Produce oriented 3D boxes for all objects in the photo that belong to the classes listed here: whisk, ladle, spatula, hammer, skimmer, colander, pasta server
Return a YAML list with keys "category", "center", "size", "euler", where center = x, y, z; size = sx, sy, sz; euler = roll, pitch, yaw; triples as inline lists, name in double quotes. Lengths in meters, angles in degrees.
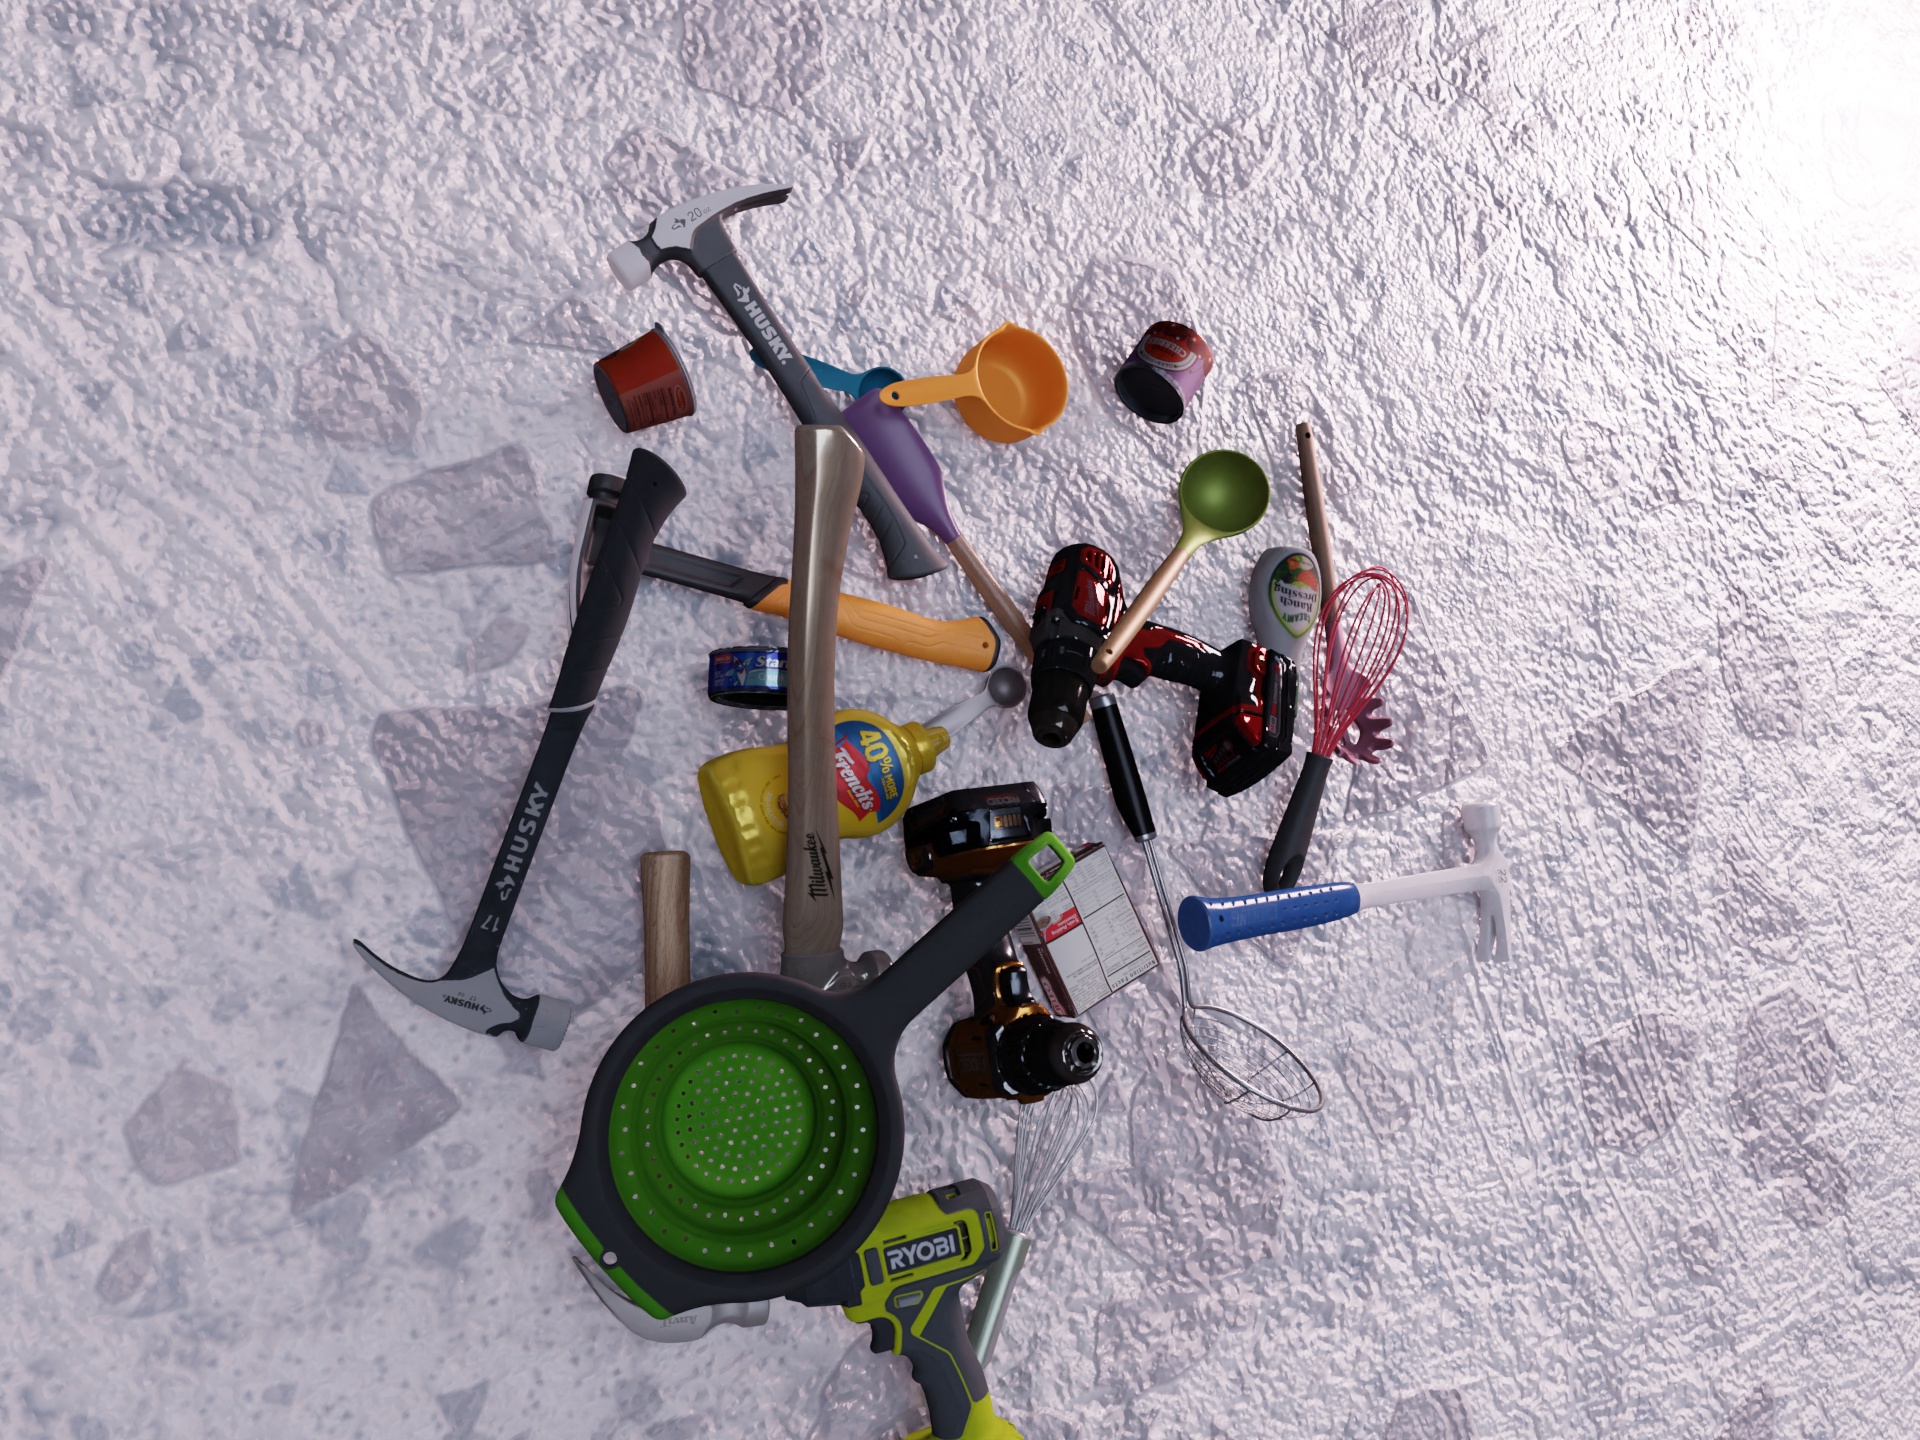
- category: "whisk"
  center: [0.045, 0.377, 1.192]
  size: [0.059, 0.057, 0.246]
  euler: [16, 76, 14]
- category: "ladle"
  center: [0.172, -0.129, 1.267]
  size: [0.078, 0.062, 0.320]
  euler: [33, 41, 6]
- category: "spatula"
  center: [0.008, -0.123, 1.269]
  size: [0.060, 0.018, 0.315]
  euler: [-37, 100, 0]
- category: "hammer"
  center: [0.335, 0.153, 1.327]
  size: [0.405, 0.035, 0.144]
  euler: [-3, 84, -38]
- category: "hammer"
  center: [-0.112, -0.249, 1.211]
  size: [0.146, 0.035, 0.334]
  euler: [-36, 98, -13]
- category: "whisk"
  center: [0.309, 0.011, 1.343]
  size: [0.073, 0.073, 0.296]
  euler: [17, 92, -22]
- category: "skimmer"
  center: [0.193, 0.144, 1.274]
  size: [0.127, 0.090, 0.363]
  euler: [-7, 79, -64]
- category: "colander"
  center: [-0.083, 0.215, 1.063]
  size: [0.397, 0.094, 0.204]
  euler: [-41, 91, -12]
- category: "hammer"
  center: [-0.203, 0.256, 1.101]
  size: [0.130, 0.031, 0.331]
  euler: [1, 81, -26]
- category: "pasta server"
  center: [0.330, -0.114, 1.412]
  size: [0.060, 0.040, 0.316]
  euler: [-5, 82, -14]
- category: "hammer"
  center: [-0.124, -0.082, 1.193]
  size: [0.336, 0.034, 0.127]
  euler: [14, 75, -23]
- category: "hammer"
  center: [-0.111, 0.004, 1.097]
  size: [0.146, 0.038, 0.410]
  euler: [-3, 99, -31]
- category: "hammer"
  center: [-0.276, 0.008, 1.078]
  size: [0.149, 0.036, 0.409]
  euler: [21, 81, -19]

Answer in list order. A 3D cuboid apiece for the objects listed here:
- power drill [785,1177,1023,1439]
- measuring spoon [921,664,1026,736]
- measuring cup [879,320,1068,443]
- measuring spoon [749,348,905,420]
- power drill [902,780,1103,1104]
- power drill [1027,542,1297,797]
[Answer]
- category: "power drill"
  center: [-0.041, 0.447, 1.102]
  size: [0.171, 0.080, 0.223]
  euler: [-11, 91, -15]
- category: "measuring spoon"
  center: [-0.002, -0.004, 1.252]
  size: [0.124, 0.018, 0.034]
  euler: [-32, 97, -19]
- category: "measuring cup"
  center: [0.002, -0.260, 1.268]
  size: [0.173, 0.052, 0.095]
  euler: [-14, 88, -29]
- category: "measuring spoon"
  center: [-0.104, -0.269, 1.247]
  size: [0.128, 0.021, 0.042]
  euler: [15, 97, -14]
- category: "power drill"
  center: [0.033, 0.161, 1.146]
  size: [0.084, 0.185, 0.226]
  euler: [-5, 81, -24]
- category: "power drill"
  center: [0.153, -0.023, 1.266]
  size: [0.226, 0.080, 0.188]
  euler: [27, 50, -17]
